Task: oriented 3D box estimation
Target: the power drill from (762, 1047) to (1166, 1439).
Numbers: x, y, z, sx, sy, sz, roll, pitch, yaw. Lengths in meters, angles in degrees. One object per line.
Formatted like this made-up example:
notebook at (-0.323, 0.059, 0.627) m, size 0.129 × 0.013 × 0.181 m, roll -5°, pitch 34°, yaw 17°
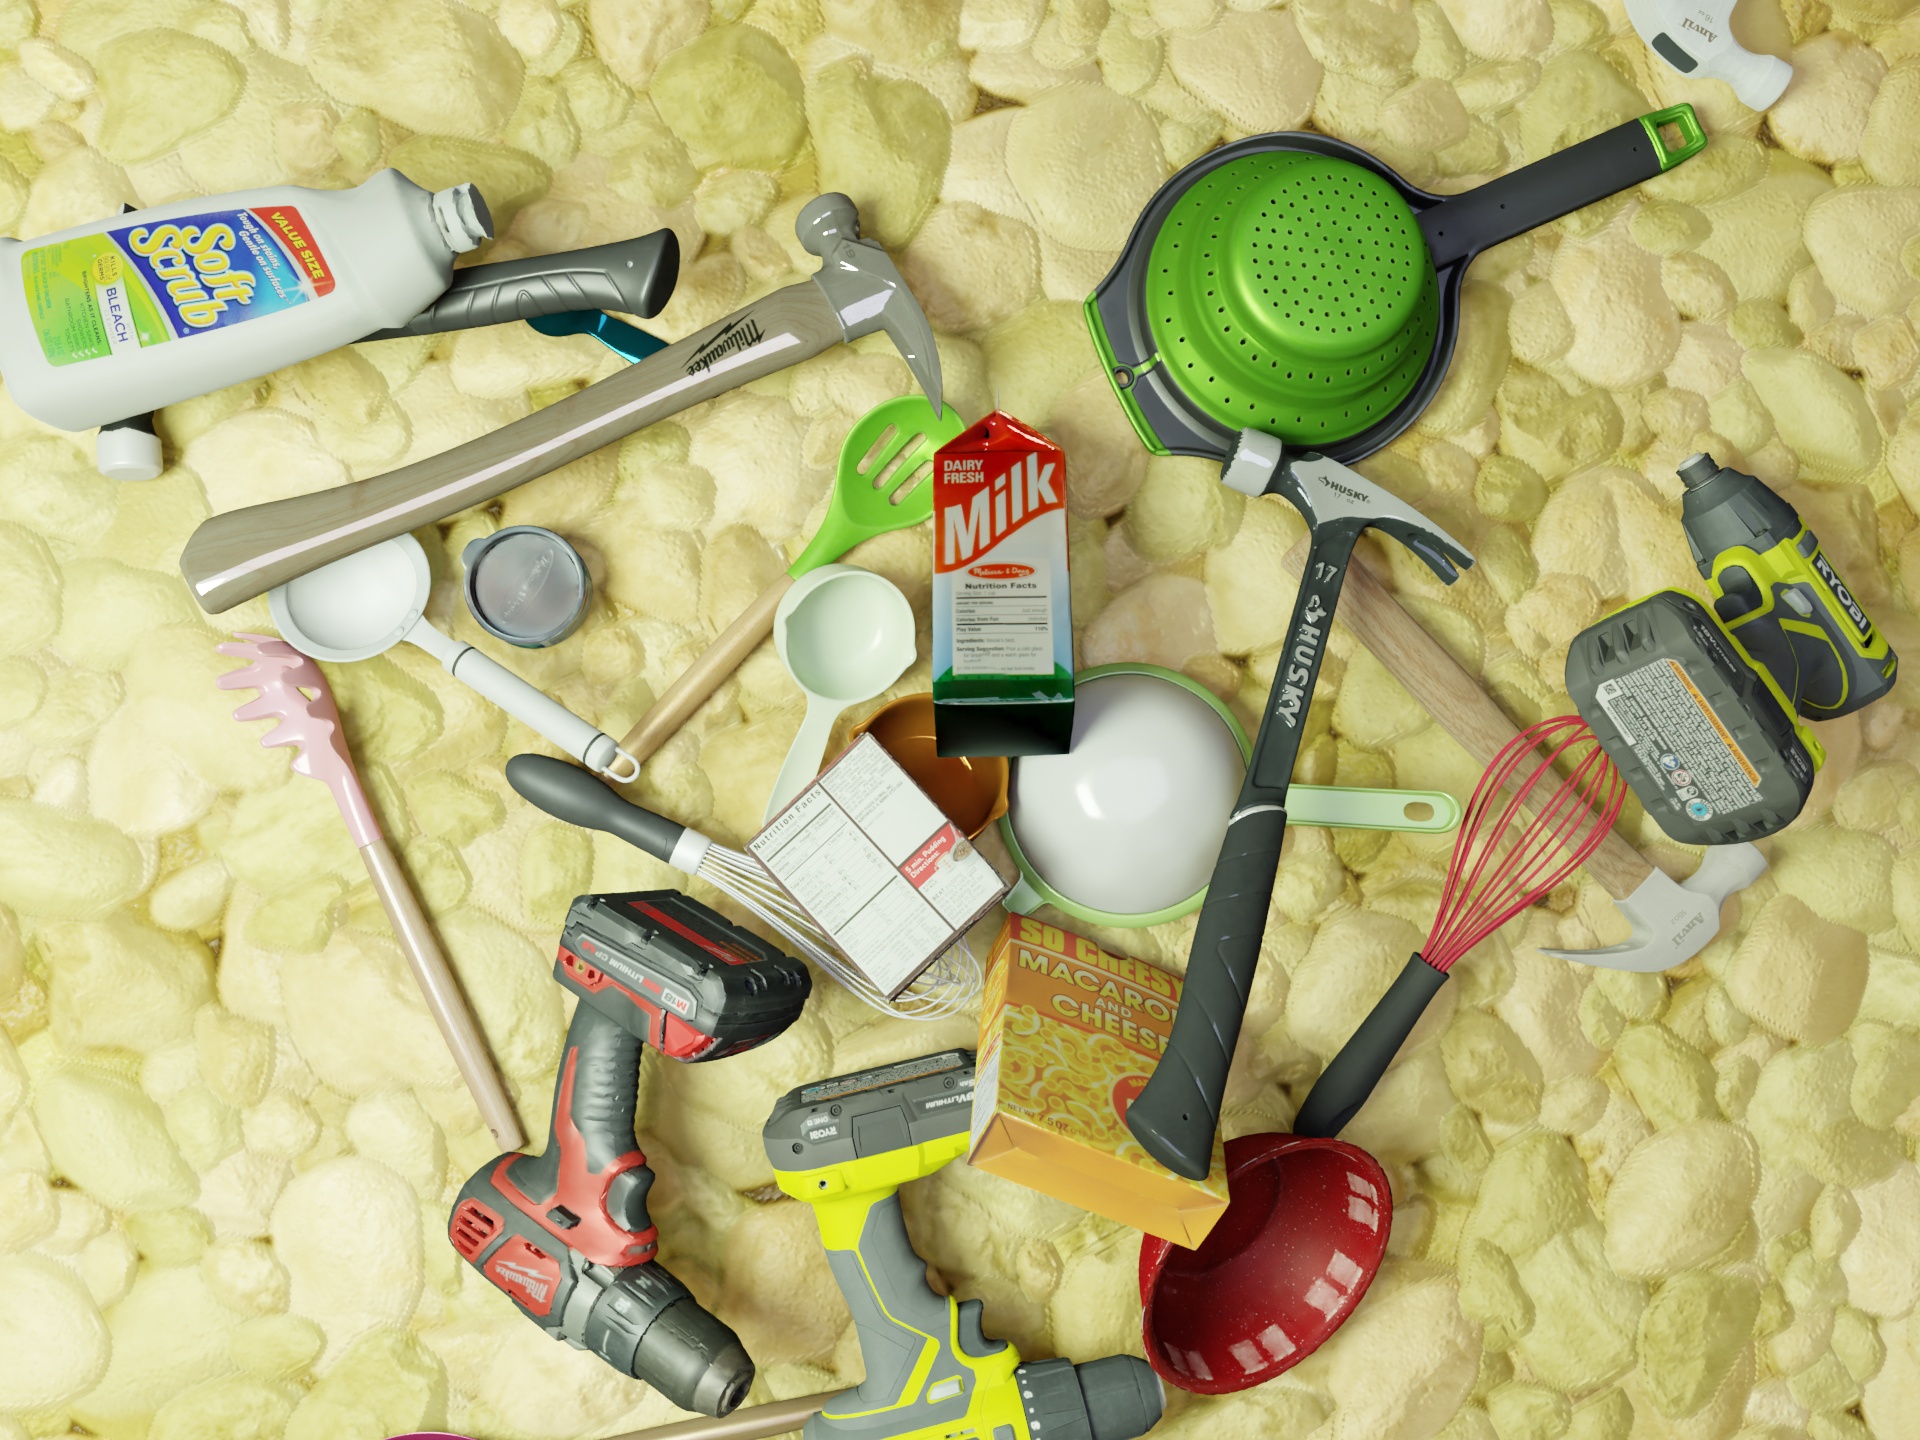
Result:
power drill at (-0.003, 0.298, 0.845) m, size 0.190 × 0.080 × 0.228 m, roll -12°, pitch 88°, yaw -7°

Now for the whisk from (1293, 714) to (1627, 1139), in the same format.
whisk at (0.272, 0.119, 0.882) m, size 0.073 × 0.073 × 0.296 m, roll 32°, pitch 100°, yaw -2°

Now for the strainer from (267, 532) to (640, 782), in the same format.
strainer at (-0.274, -0.035, 0.852) m, size 0.258 × 0.050 × 0.087 m, roll 32°, pitch 74°, yaw 14°

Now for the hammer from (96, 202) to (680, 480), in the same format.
hammer at (-0.312, -0.224, 0.853) m, size 0.335 × 0.035 × 0.146 m, roll -7°, pitch 84°, yaw 8°

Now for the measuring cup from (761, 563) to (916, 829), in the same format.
measuring cup at (-0.083, -0.010, 0.895) m, size 0.083 × 0.038 × 0.167 m, roll 15°, pitch 104°, yaw -27°

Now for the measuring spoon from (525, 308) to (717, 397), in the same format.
measuring spoon at (-0.193, -0.220, 0.904) m, size 0.128 × 0.021 × 0.042 m, roll 29°, pitch 84°, yaw -3°

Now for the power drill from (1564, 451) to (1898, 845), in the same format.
power drill at (0.424, -0.046, 0.874) m, size 0.223 × 0.080 × 0.171 m, roll -37°, pitch 91°, yaw -42°

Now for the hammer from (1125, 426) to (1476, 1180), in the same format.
hammer at (0.163, 0.035, 0.824) m, size 0.149 × 0.036 × 0.409 m, roll 21°, pitch 65°, yaw -3°

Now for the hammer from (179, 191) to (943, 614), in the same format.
hammer at (-0.210, -0.149, 0.857) m, size 0.410 × 0.038 × 0.146 m, roll -26°, pitch 72°, yaw -10°

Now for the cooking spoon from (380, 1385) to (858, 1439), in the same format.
cooking spoon at (-0.185, 0.398, 0.865) m, size 0.319 × 0.017 × 0.069 m, roll -10°, pitch 89°, yaw -5°

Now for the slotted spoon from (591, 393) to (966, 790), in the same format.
slotted spoon at (-0.113, -0.061, 0.898) m, size 0.070 × 0.031 × 0.314 m, roll 44°, pitch 86°, yaw -18°

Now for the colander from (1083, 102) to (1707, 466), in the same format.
colander at (0.270, -0.282, 0.911) m, size 0.397 × 0.094 × 0.204 m, roll -25°, pitch 88°, yaw -6°

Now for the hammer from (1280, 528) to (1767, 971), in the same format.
hammer at (0.311, 0.015, 0.926) m, size 0.130 × 0.031 × 0.331 m, roll -45°, pitch 90°, yaw -7°

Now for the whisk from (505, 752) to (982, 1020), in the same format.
whisk at (-0.117, 0.085, 0.866) m, size 0.284 × 0.070 × 0.070 m, roll 26°, pitch 84°, yaw -3°

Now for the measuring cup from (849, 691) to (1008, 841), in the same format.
measuring cup at (-0.001, -0.003, 0.895) m, size 0.095 × 0.052 × 0.174 m, roll 27°, pitch 73°, yaw 1°

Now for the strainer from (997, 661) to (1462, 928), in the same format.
strainer at (0.143, 0.041, 0.864) m, size 0.256 × 0.069 × 0.151 m, roll 3°, pitch 83°, yaw 10°

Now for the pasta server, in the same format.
pasta server at (-0.316, 0.094, 0.865) m, size 0.060 × 0.040 × 0.316 m, roll -24°, pitch 91°, yaw 39°

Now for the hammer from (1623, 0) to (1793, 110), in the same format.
hammer at (0.511, -0.546, 0.981) m, size 0.128 × 0.033 × 0.331 m, roll 28°, pitch 84°, yaw -3°

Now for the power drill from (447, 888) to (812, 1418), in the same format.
power drill at (-0.154, 0.218, 0.803) m, size 0.188 × 0.080 × 0.226 m, roll 25°, pitch 99°, yaw 27°
